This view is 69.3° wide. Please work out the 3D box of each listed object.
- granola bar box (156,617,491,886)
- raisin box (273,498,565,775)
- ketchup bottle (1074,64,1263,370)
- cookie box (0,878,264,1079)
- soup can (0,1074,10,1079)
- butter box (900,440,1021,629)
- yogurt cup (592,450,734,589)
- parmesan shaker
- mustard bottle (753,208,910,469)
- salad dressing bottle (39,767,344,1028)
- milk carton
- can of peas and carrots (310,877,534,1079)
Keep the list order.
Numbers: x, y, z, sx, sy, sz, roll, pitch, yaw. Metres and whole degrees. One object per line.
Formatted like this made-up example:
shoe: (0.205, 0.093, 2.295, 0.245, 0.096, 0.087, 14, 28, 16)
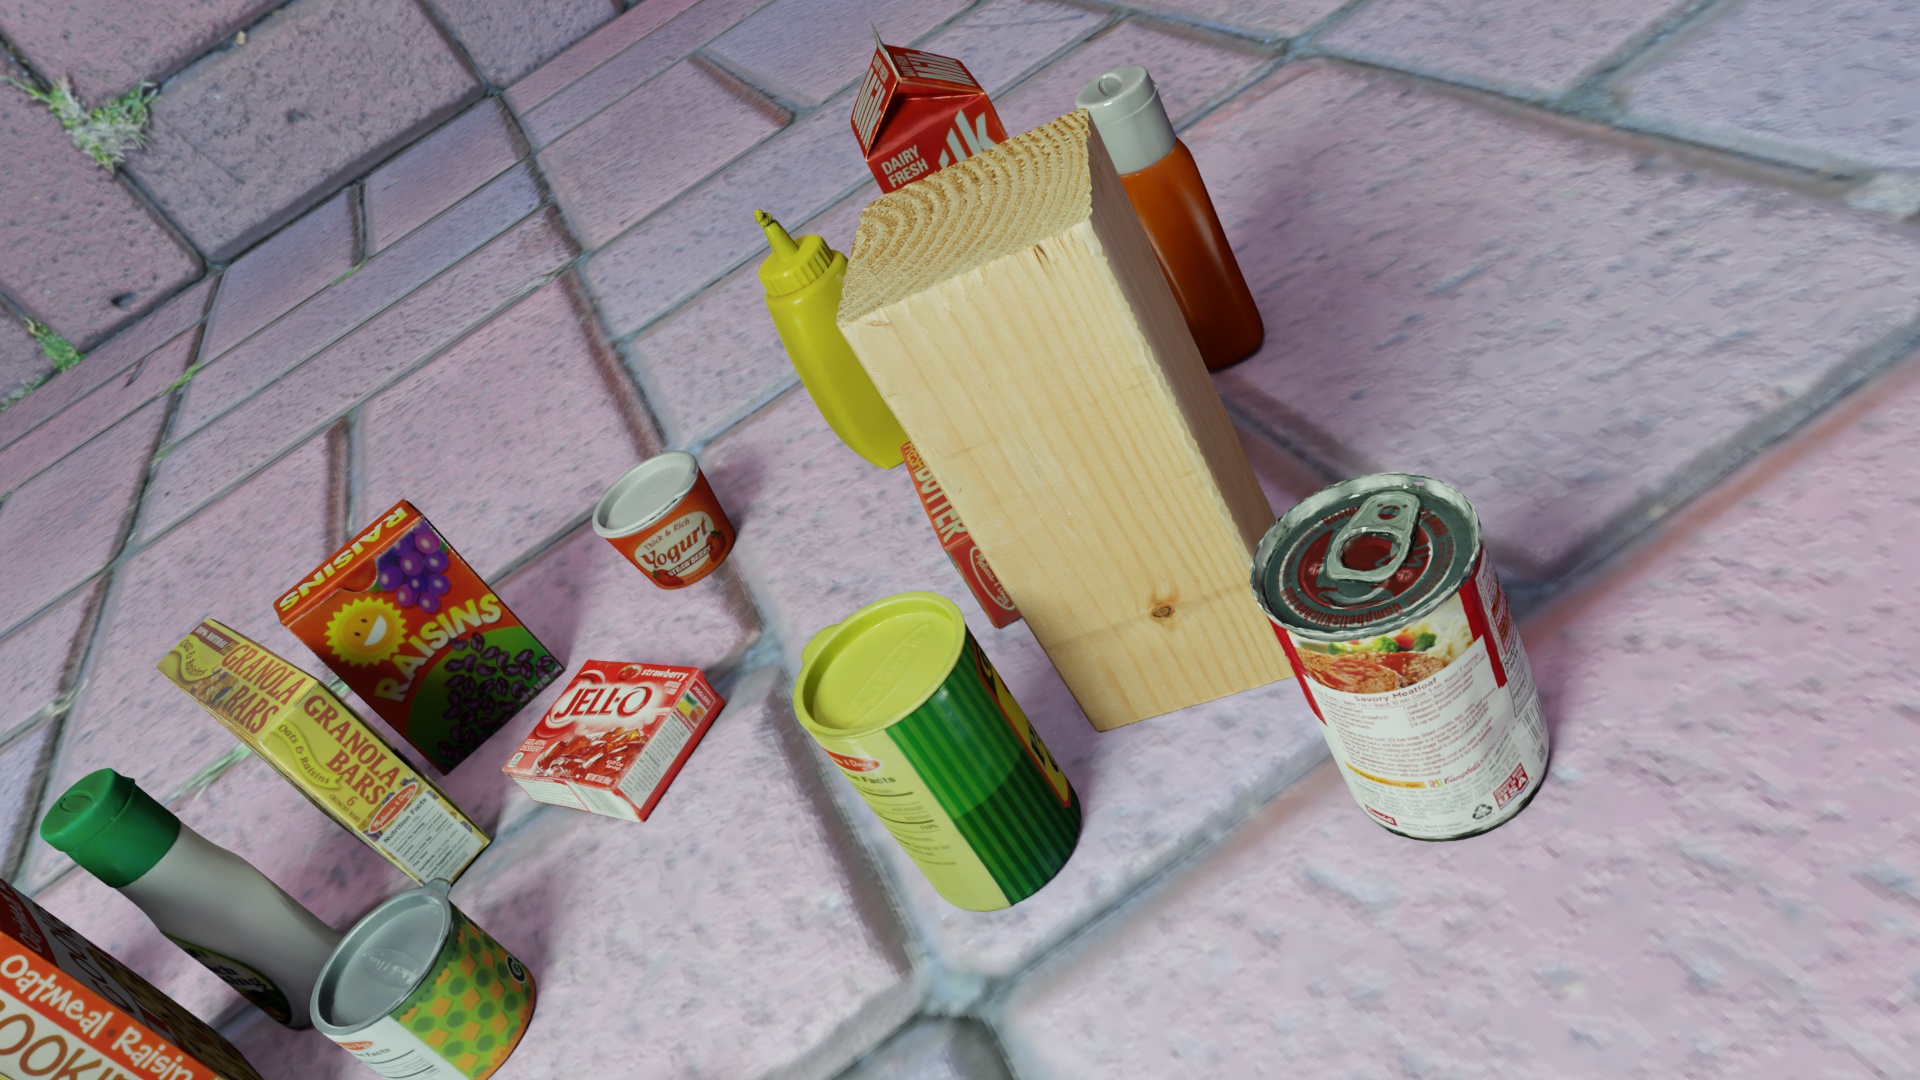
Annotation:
granola bar box: (-0.321, 0.105, 0.696, 0.165, 0.123, 0.039, 11, 52, 46)
raisin box: (-0.284, 0.052, 0.736, 0.086, 0.123, 0.040, -42, 35, -15)
ketchup bottle: (0.102, -0.156, 0.674, 0.043, 0.148, 0.065, -27, 34, 8)
cookie box: (-0.350, 0.197, 0.563, 0.123, 0.167, 0.040, 9, 51, 45)
soup can: (-0.448, 0.242, 0.657, 0.071, 0.083, 0.072, -21, 35, 16)
butter box: (0.002, -0.008, 0.649, 0.024, 0.053, 0.104, -30, 33, 3)
yogurt cup: (-0.164, -0.009, 0.782, 0.072, 0.053, 0.073, -21, 35, 16)
parmesan shaker: (-0.007, 0.076, 0.503, 0.071, 0.102, 0.072, -21, 35, 16)
mustard bottle: (-0.065, -0.113, 0.740, 0.065, 0.159, 0.049, -38, 34, -9)
salad dressing bottle: (-0.334, 0.159, 0.616, 0.064, 0.147, 0.044, -1, 44, 38)
milk carton: (-0.001, -0.191, 0.762, 0.073, 0.190, 0.072, -28, 33, 6)
can of peas and carrots: (-0.218, 0.185, 0.571, 0.071, 0.058, 0.071, -21, 35, 16)
